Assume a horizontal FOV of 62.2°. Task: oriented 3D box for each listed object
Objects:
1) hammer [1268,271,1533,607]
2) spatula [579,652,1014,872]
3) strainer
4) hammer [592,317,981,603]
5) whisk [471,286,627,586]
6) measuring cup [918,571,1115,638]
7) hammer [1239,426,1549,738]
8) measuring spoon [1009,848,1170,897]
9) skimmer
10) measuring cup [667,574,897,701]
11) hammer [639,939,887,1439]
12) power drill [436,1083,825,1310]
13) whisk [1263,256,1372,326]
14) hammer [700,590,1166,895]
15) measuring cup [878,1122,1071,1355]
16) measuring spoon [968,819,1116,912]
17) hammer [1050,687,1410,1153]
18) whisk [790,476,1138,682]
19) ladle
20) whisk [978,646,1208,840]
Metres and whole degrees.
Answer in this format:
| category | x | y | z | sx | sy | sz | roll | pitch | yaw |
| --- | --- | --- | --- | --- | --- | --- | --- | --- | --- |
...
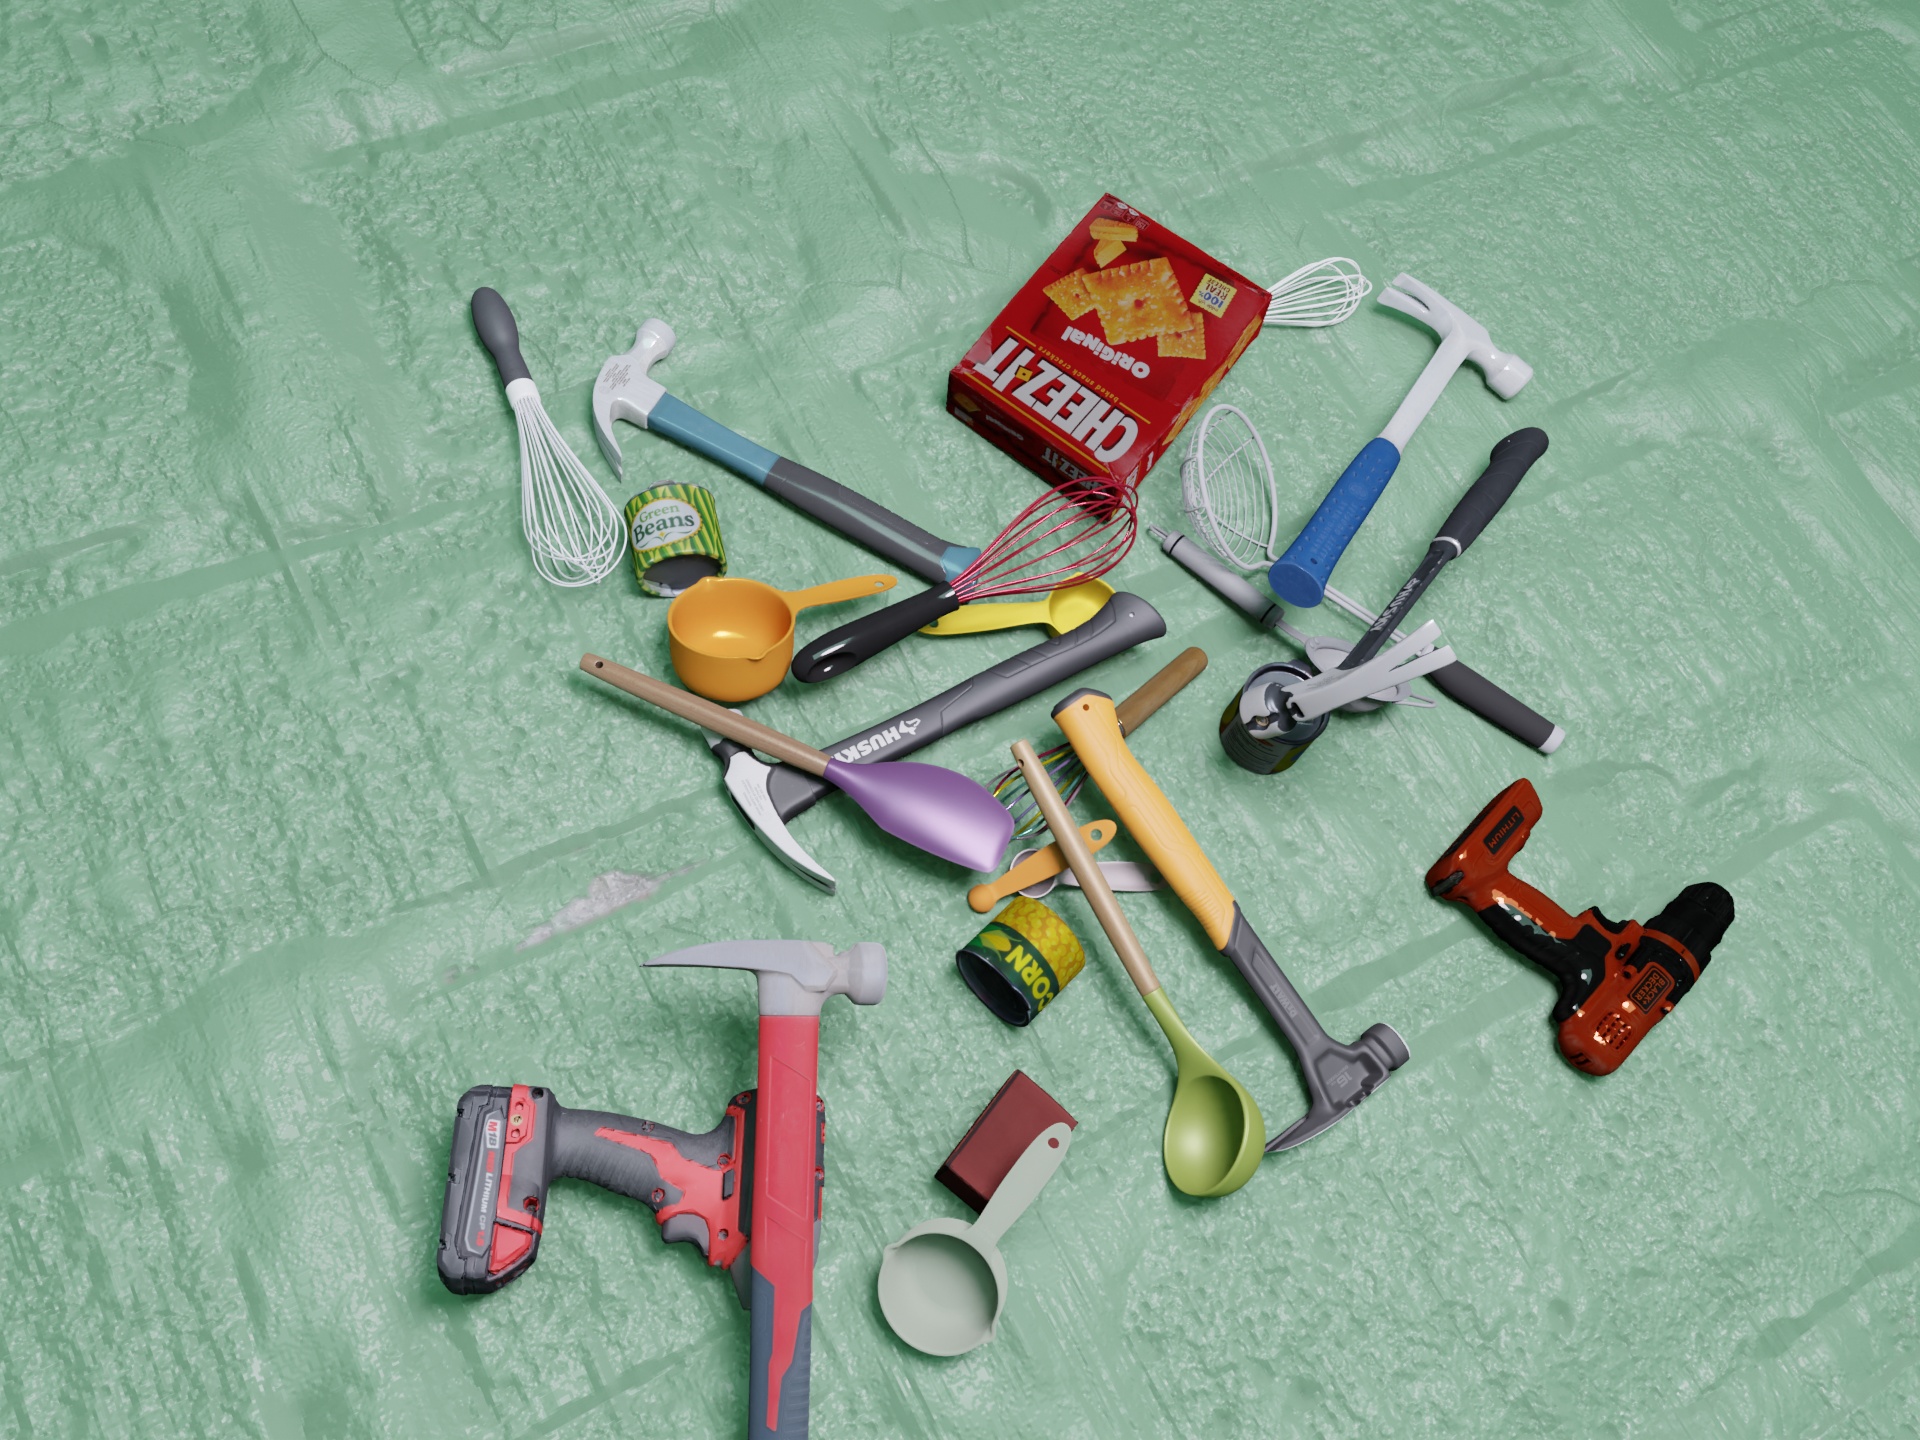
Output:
| category | x | y | z | sx | sy | sz | roll | pitch | yaw |
| --- | --- | --- | --- | --- | --- | --- | --- | --- | --- |
| hammer | 0.332 | -0.220 | 1.244 | 0.144 | 0.035 | 0.406 | 40 | 51 | 0 |
| spatula | -0.112 | 0.019 | 1.075 | 0.316 | 0.018 | 0.060 | 23 | 69 | 4 |
| strainer | 0.244 | -0.073 | 1.214 | 0.258 | 0.050 | 0.087 | 40 | 33 | 16 |
| hammer | -0.129 | -0.183 | 1.201 | 0.331 | 0.033 | 0.128 | 28 | 63 | 4 |
| whisk | -0.312 | -0.216 | 1.173 | 0.070 | 0.070 | 0.285 | -17 | 65 | -18 |
| measuring cup | 0.042 | -0.074 | 1.187 | 0.156 | 0.029 | 0.062 | -5 | 68 | -6 |
| hammer | 0.349 | -0.120 | 1.153 | 0.036 | 0.149 | 0.409 | 56 | 49 | -10 |
| measuring spoon | 0.091 | 0.109 | 1.117 | 0.124 | 0.018 | 0.034 | 4 | 80 | -16 |
| skimmer | 0.319 | -0.103 | 1.212 | 0.363 | 0.090 | 0.127 | 35 | 44 | 5 |
| measuring cup | -0.124 | -0.064 | 1.131 | 0.173 | 0.052 | 0.095 | -16 | 47 | -26 |
| hammer | -0.116 | 0.319 | 0.899 | 0.143 | 0.038 | 0.386 | 4 | 79 | -16 |
| power drill | -0.191 | 0.289 | 0.947 | 0.219 | 0.078 | 0.143 | 5 | 65 | -11 |
| whisk | 0.236 | -0.343 | 1.341 | 0.246 | 0.057 | 0.059 | -17 | 35 | -14 |
| hammer | -0.002 | -0.004 | 1.121 | 0.335 | 0.035 | 0.146 | -26 | 72 | -14 |
| measuring cup | 0.017 | 0.303 | 0.954 | 0.083 | 0.038 | 0.167 | 37 | 99 | 9 |
| measuring spoon | 0.054 | 0.098 | 1.079 | 0.117 | 0.011 | 0.021 | -30 | 80 | 14 |
| hammer | 0.162 | 0.125 | 1.081 | 0.127 | 0.034 | 0.337 | -32 | 83 | -22 |
| whisk | 0.009 | -0.097 | 1.139 | 0.296 | 0.073 | 0.073 | -28 | 73 | -18 |
| ladle | 0.105 | 0.158 | 1.039 | 0.062 | 0.078 | 0.320 | -20 | 78 | -45 |
| whisk | 0.097 | 0.015 | 1.139 | 0.245 | 0.051 | 0.047 | -38 | 110 | -29 |
